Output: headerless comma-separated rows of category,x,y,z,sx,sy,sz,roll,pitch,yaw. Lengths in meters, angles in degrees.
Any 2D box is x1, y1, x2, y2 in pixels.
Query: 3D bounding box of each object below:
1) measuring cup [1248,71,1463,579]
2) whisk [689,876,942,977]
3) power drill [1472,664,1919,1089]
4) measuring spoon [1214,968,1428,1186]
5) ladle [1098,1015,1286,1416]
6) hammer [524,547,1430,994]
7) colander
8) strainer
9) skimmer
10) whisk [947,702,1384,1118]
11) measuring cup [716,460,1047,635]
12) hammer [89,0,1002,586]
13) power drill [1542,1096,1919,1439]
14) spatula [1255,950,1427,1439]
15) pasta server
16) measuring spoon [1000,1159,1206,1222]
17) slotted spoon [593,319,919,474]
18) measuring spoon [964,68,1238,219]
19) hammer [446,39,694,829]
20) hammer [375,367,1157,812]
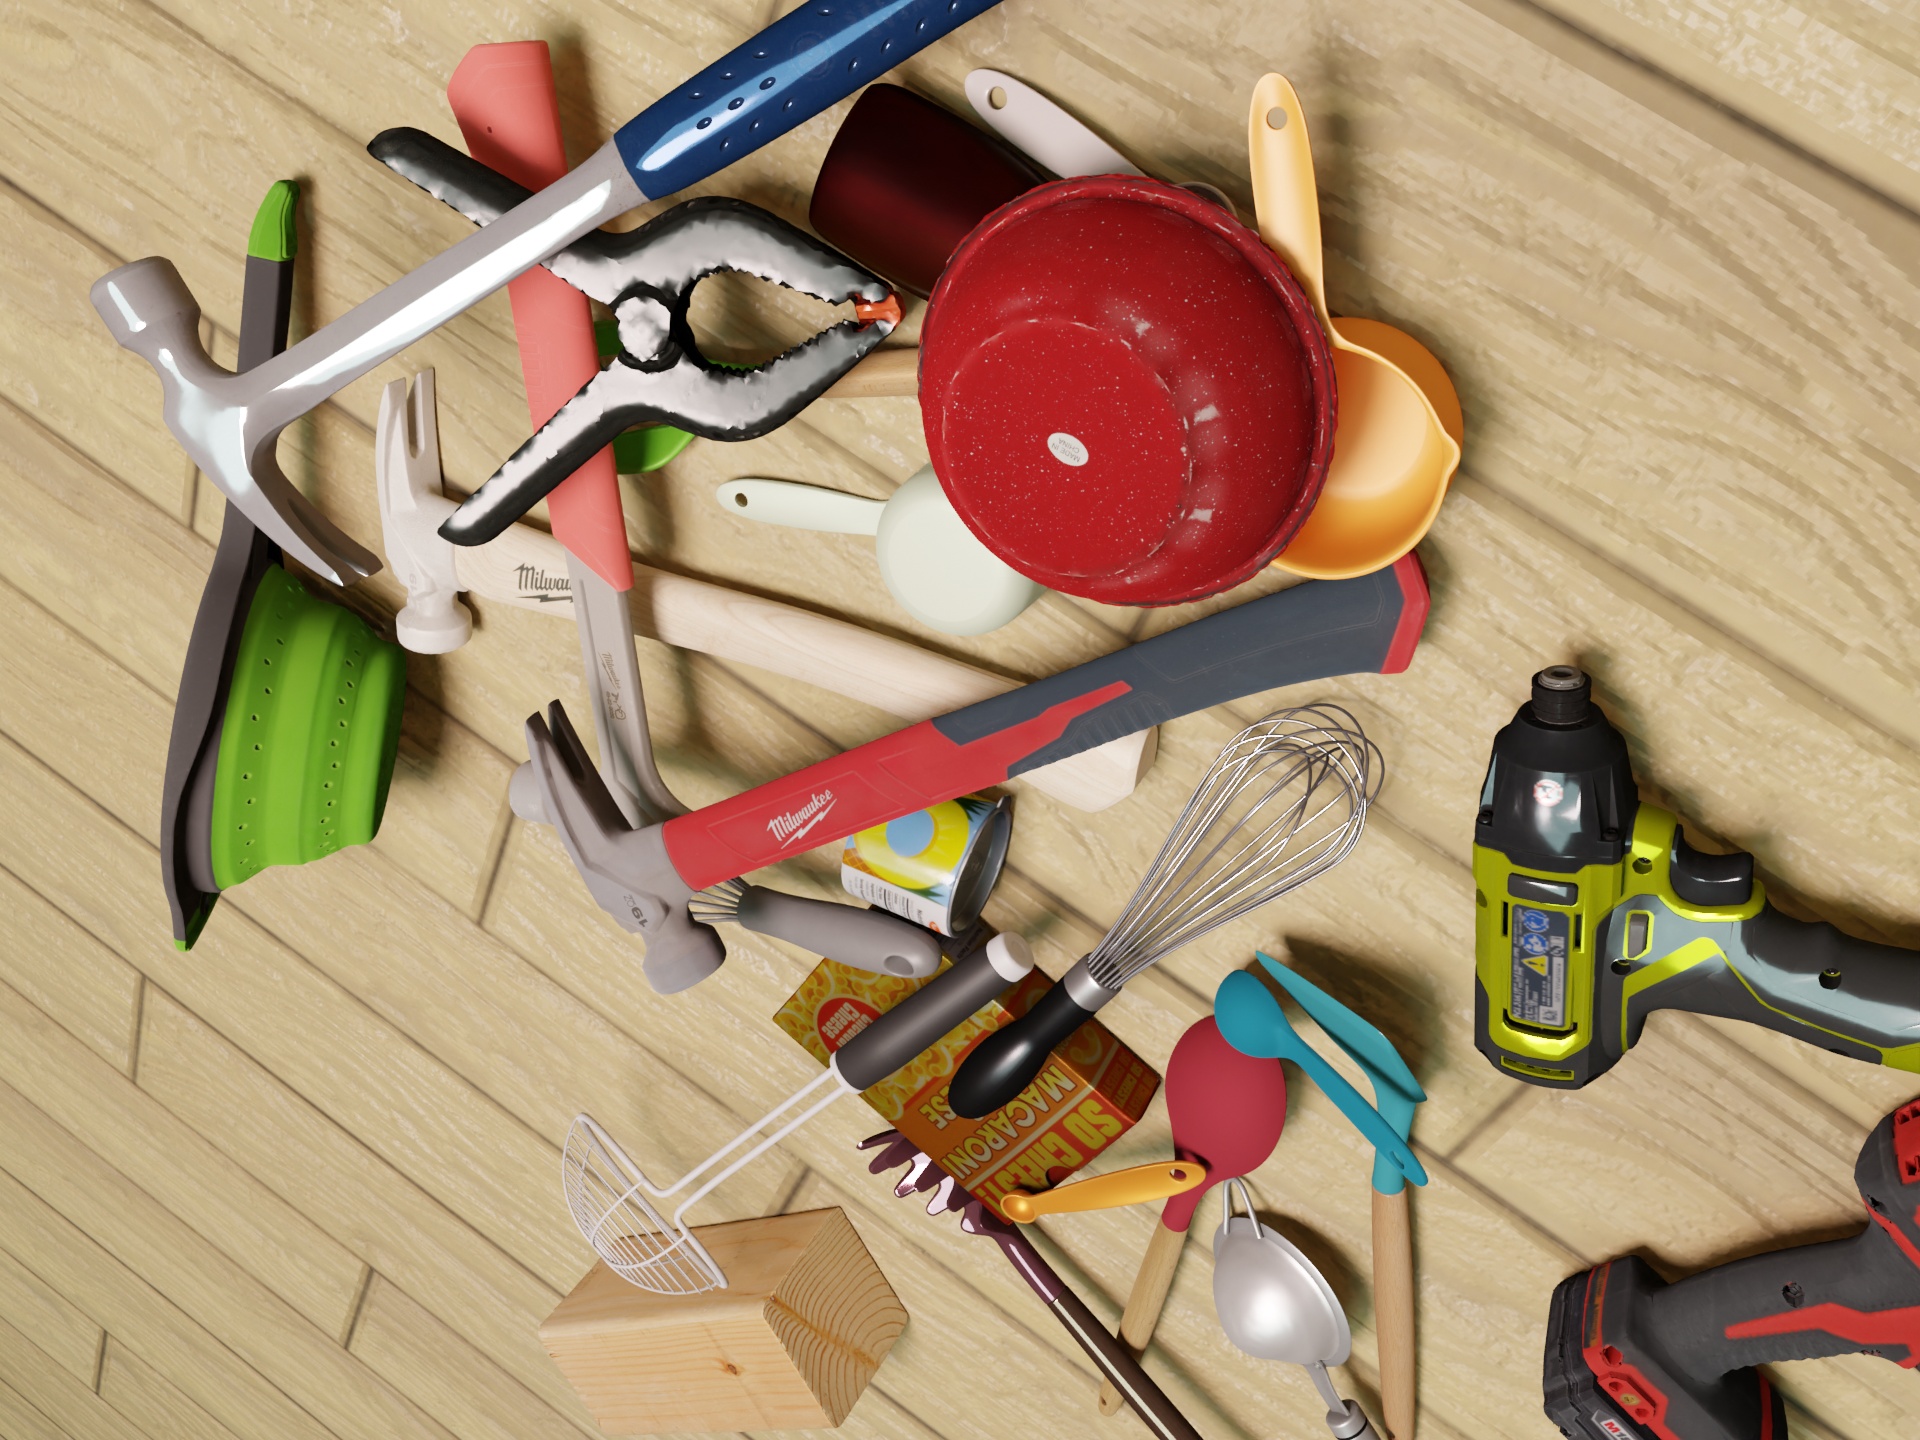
measuring cup,0.128,-0.139,0.560,0.095,0.052,0.173,-1,115,29
whisk,-0.103,0.091,0.795,0.239,0.055,0.055,10,122,38
power drill,0.300,0.068,0.570,0.223,0.080,0.171,7,120,29
measuring spoon,0.148,0.156,0.680,0.129,0.021,0.042,45,154,45
ladle,0.105,0.271,0.820,0.069,0.031,0.315,44,139,37
hammer,-0.001,-0.002,0.659,0.386,0.038,0.143,-21,104,21
colander,-0.333,-0.068,0.825,0.094,0.205,0.397,9,109,-15
strainer,0.189,0.347,0.799,0.258,0.050,0.087,57,149,-8
skimmer,-0.087,0.197,0.831,0.363,0.090,0.127,-40,90,28
whisk,0.078,0.097,0.696,0.070,0.070,0.284,42,121,2
measuring cup,-0.041,-0.081,0.692,0.168,0.038,0.083,12,122,20
hammer,-0.126,-0.191,0.583,0.405,0.035,0.144,-26,103,14
power drill,0.376,0.264,0.642,0.188,0.080,0.226,45,125,-1
spatula,0.192,0.240,0.746,0.082,0.044,0.317,32,140,53
pasta server,0.064,0.334,0.851,0.316,0.040,0.060,48,157,6
measuring spoon,0.069,0.228,0.778,0.117,0.011,0.021,-22,110,31
slotted spoon,-0.049,-0.143,0.670,0.314,0.031,0.070,2,115,26
measuring spoon,0.052,-0.206,0.589,0.124,0.018,0.034,39,124,13
hammer,-0.160,-0.106,0.702,0.149,0.037,0.358,6,115,22
hammer,-0.104,-0.051,0.747,0.411,0.038,0.146,18,123,19
